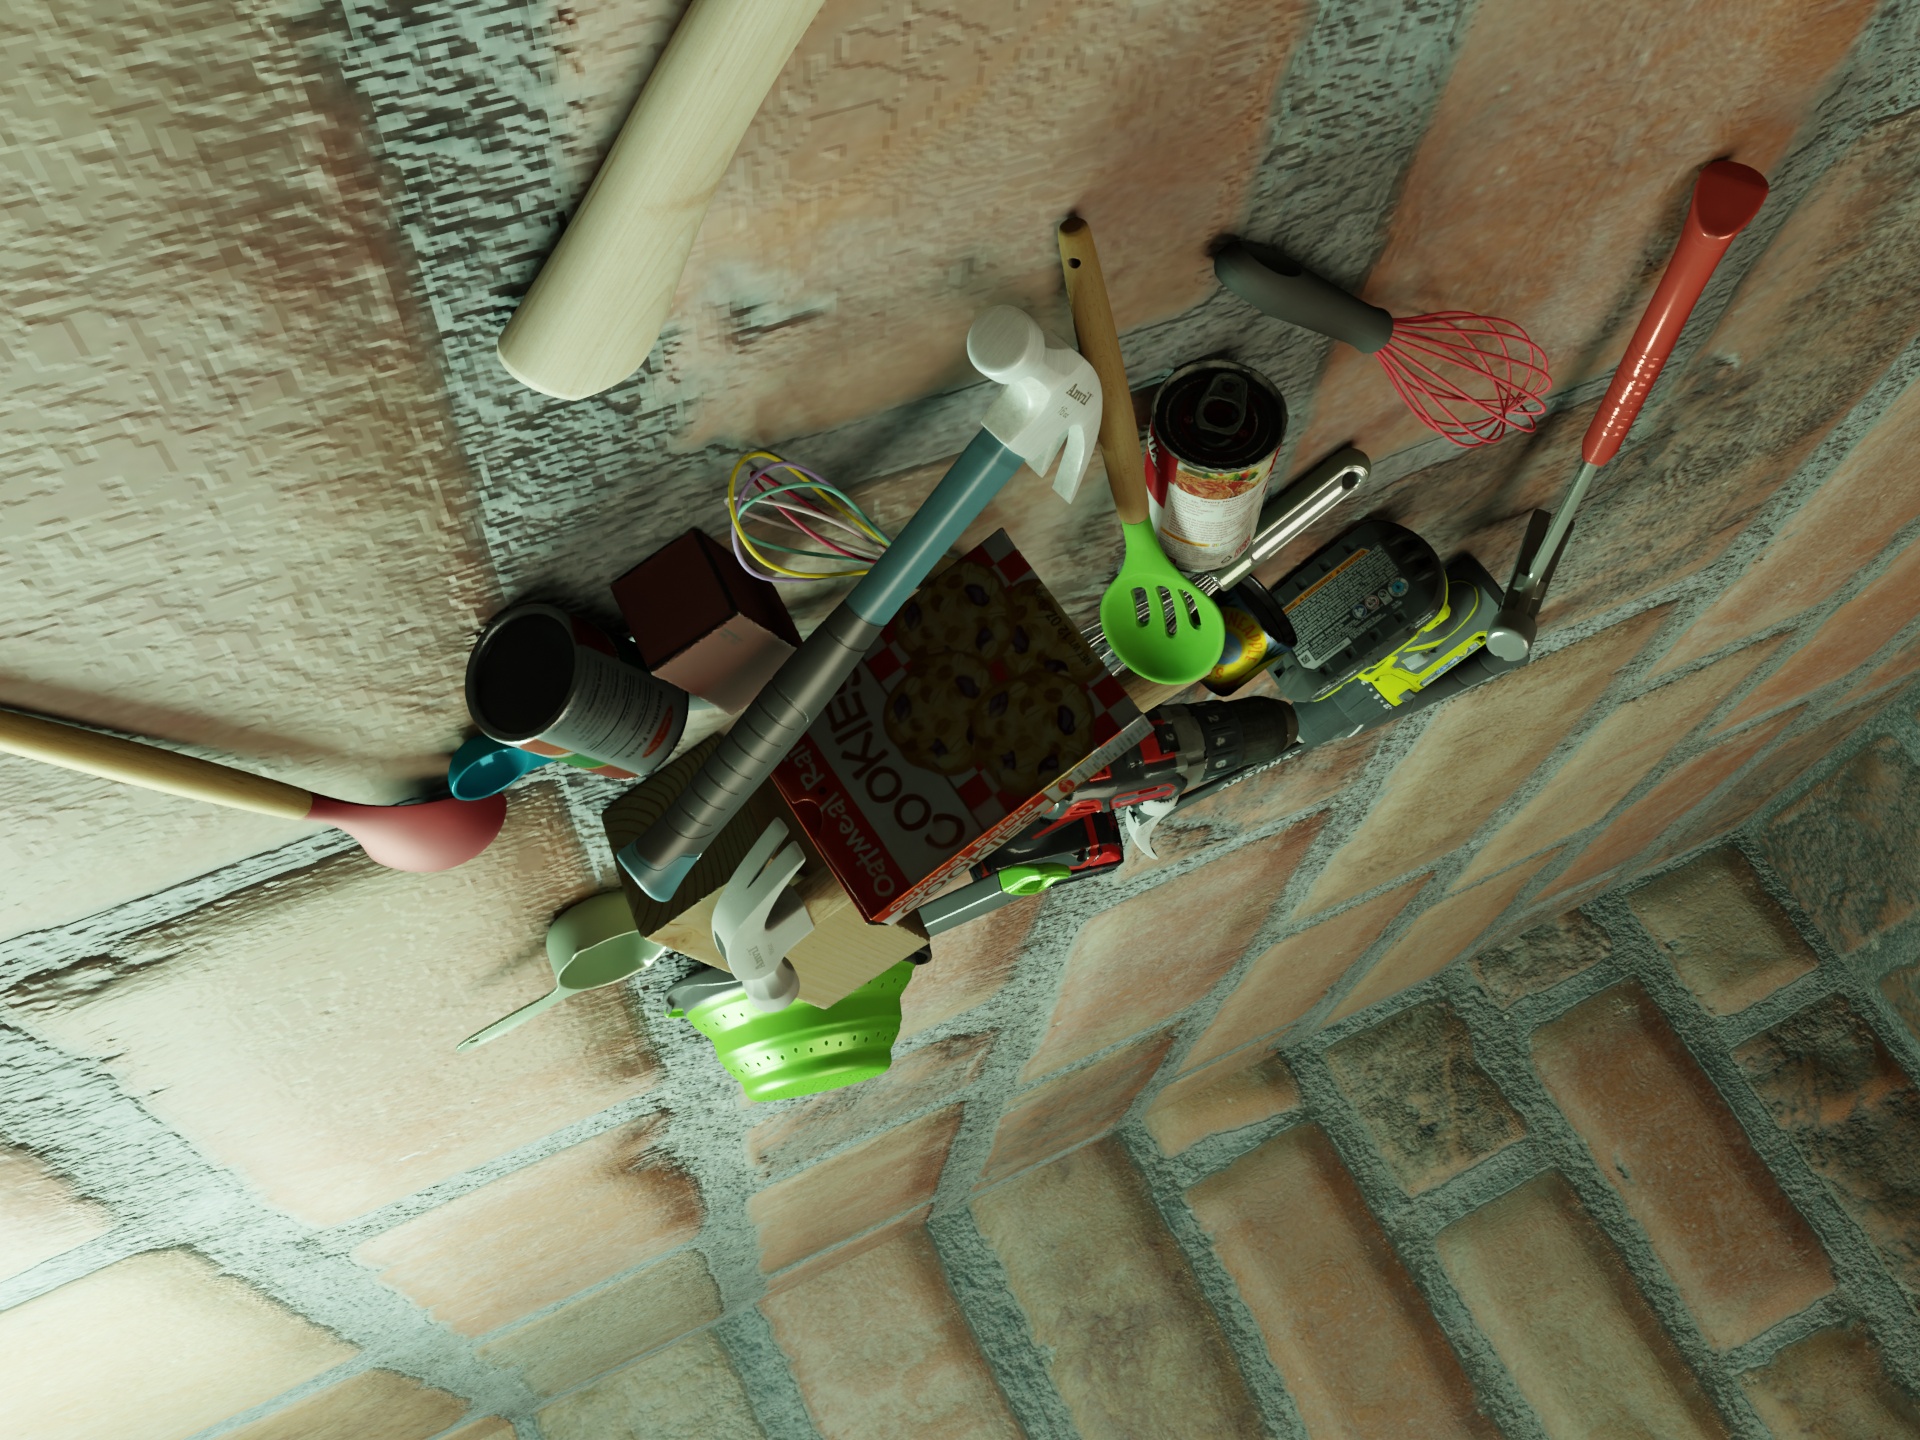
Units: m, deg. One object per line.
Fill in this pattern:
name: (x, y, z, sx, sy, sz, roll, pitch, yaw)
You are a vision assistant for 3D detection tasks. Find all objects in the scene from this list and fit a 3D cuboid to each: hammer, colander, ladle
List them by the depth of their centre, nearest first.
hammer: (-0.039, -0.247, 0.452, 0.146, 0.038, 0.410, 1, 143, -46)
ladle: (-0.320, 0.032, 0.723, 0.069, 0.031, 0.315, -35, 154, 14)
hammer: (-0.053, -0.040, 0.734, 0.331, 0.033, 0.128, -49, 159, 15)
hammer: (0.007, 0.041, 0.901, 0.331, 0.031, 0.129, -32, 147, -13)
hammer: (0.418, -0.197, 1.013, 0.149, 0.037, 0.358, -58, 164, -33)
colander: (-0.060, 0.198, 1.136, 0.204, 0.095, 0.397, 3, 156, -44)
hammer: (0.323, 0.013, 1.381, 0.409, 0.036, 0.149, -23, 157, -14)

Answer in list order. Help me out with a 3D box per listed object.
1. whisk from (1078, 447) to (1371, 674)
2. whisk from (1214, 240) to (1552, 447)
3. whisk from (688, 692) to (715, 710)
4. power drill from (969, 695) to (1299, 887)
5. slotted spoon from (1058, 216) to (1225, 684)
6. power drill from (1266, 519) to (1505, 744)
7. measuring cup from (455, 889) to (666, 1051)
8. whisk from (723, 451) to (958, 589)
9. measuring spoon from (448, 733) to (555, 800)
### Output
whisk: (0.150, -0.084, 0.982, 0.246, 0.059, 0.057, -39, 127, 12)
whisk: (0.223, -0.196, 0.819, 0.295, 0.073, 0.073, 6, 139, -45)
whisk: (-0.048, -0.027, 0.870, 0.284, 0.070, 0.070, -4, 147, -35)
power drill: (0.106, 0.045, 1.077, 0.188, 0.080, 0.226, -11, 164, -22)
slotted spoon: (0.084, -0.119, 0.783, 0.070, 0.031, 0.313, 6, 148, 20)
power drill: (0.297, -0.055, 1.163, 0.190, 0.080, 0.228, -38, 157, 20)
measuring cup: (-0.266, 0.162, 1.032, 0.167, 0.038, 0.083, -31, 157, 12)
whisk: (-0.039, -0.086, 0.779, 0.051, 0.047, 0.244, -39, 159, 19)
measuring spoon: (-0.205, 0.006, 0.815, 0.128, 0.021, 0.042, -22, 157, -36)
